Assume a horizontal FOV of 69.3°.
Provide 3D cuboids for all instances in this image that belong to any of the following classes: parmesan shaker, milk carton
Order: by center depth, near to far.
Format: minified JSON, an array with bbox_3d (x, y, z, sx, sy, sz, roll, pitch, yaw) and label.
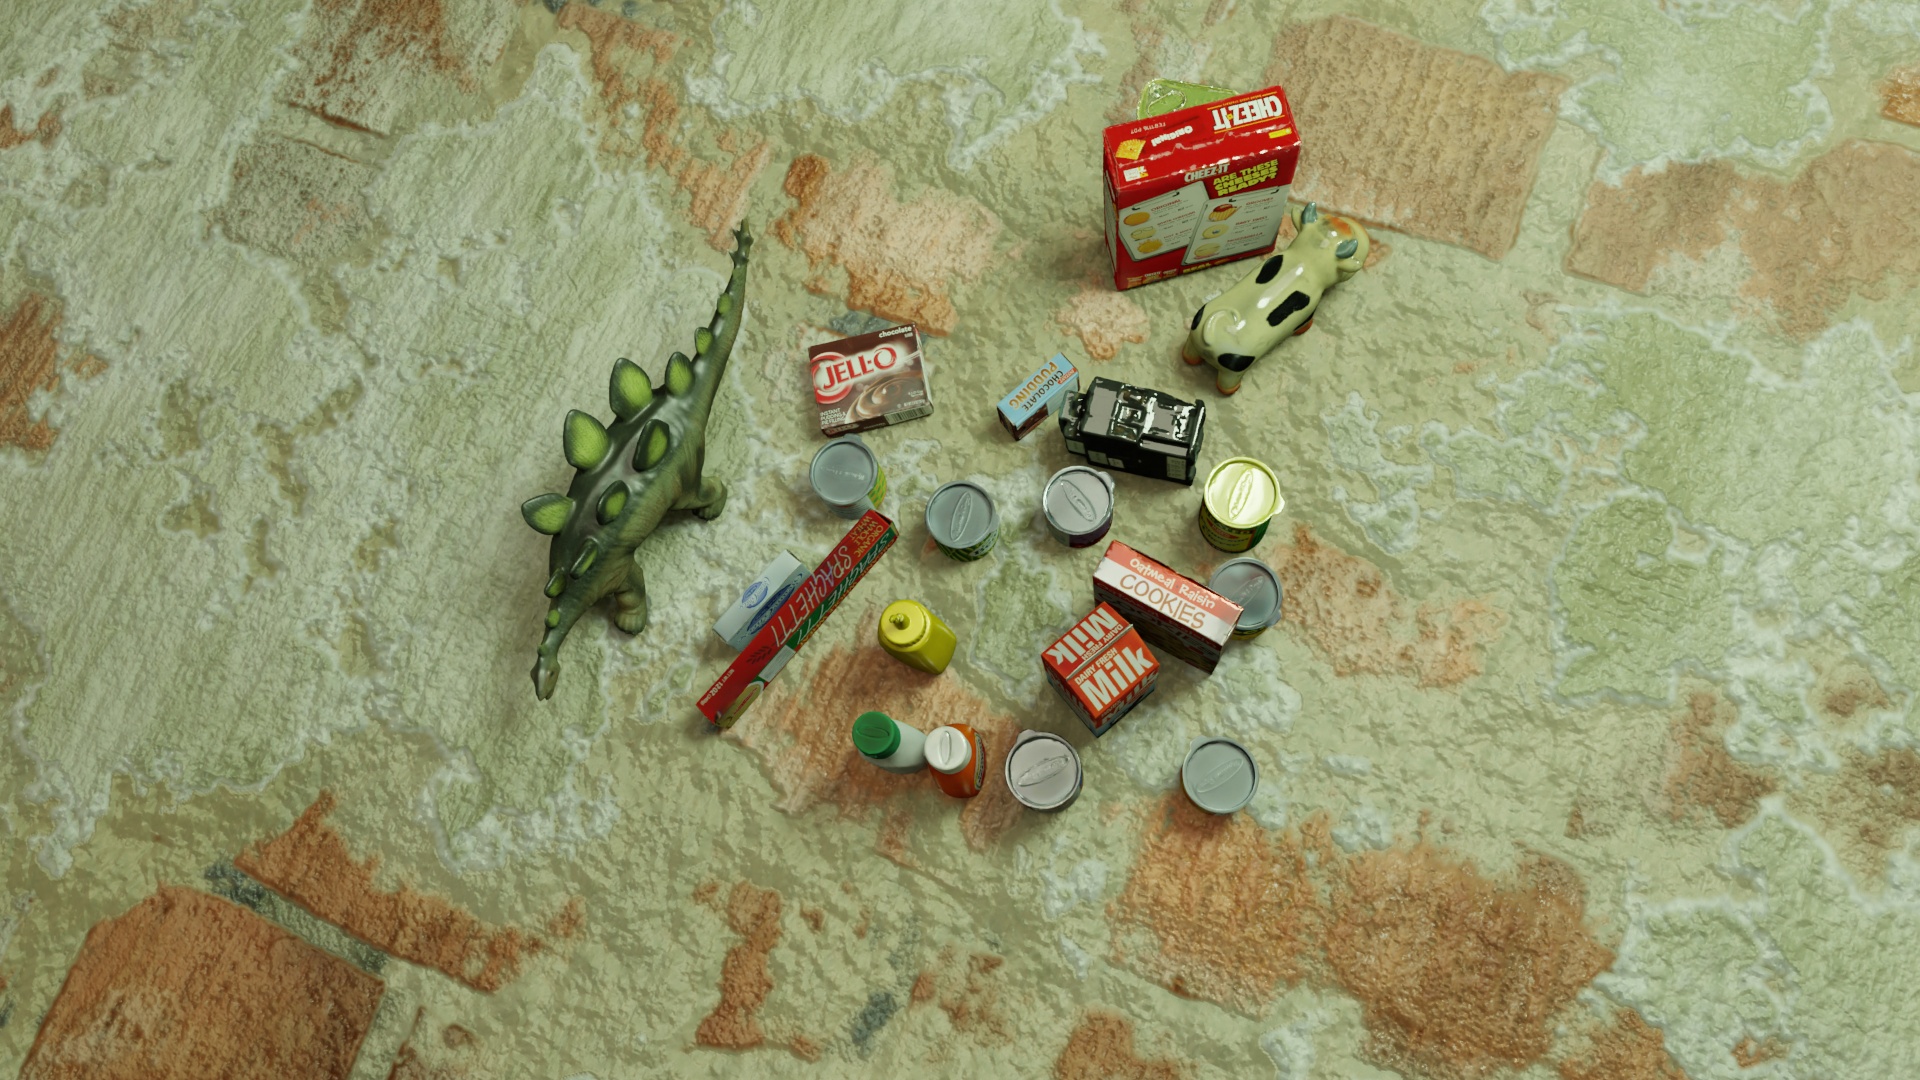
[{"bbox_3d":[0.121,0.111,1.198,0.072,0.190,0.073,-40,75,-4],"label":"milk carton"},{"bbox_3d":[0.255,-0.029,1.266,0.071,0.103,0.071,-2,76,6],"label":"parmesan shaker"}]

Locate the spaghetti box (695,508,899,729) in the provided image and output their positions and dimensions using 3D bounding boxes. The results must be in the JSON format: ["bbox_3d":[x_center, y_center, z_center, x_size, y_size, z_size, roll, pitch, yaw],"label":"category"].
[{"bbox_3d":[-0.151,0.073,1.312,0.029,0.050,0.250,39,83,14],"label":"spaghetti box"}]

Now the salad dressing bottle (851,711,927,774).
[{"bbox_3d":[-0.064,0.178,1.224,0.064,0.147,0.044,8,77,9],"label":"salad dressing bottle"}]

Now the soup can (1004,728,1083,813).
[{"bbox_3d":[0.075,0.205,1.234,0.071,0.083,0.071,-2,75,6],"label":"soup can"}]

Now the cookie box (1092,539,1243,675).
[{"bbox_3d":[0.179,0.061,1.217,0.123,0.167,0.040,28,81,13],"label":"cookie box"}]

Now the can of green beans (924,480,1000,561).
[{"bbox_3d":[0.003,-0.017,1.315,0.071,0.057,0.071,-2,75,6],"label":"can of green beans"}]

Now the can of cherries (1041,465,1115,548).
[{"bbox_3d":[0.113,-0.032,1.305,0.071,0.058,0.071,-2,75,6],"label":"can of cherries"}]

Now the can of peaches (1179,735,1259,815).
[{"bbox_3d":[0.227,0.207,1.230,0.071,0.058,0.071,-2,75,6],"label":"can of peaches"}]

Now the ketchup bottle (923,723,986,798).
[{"bbox_3d":[-0.005,0.189,1.213,0.043,0.148,0.065,-1,76,6],"label":"ketchup bottle"}]

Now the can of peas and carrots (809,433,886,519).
[{"bbox_3d":[-0.107,-0.061,1.338,0.071,0.058,0.071,-2,75,6],"label":"can of peas and carrots"}]

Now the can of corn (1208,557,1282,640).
[{"bbox_3d":[0.259,0.056,1.266,0.071,0.058,0.071,-2,75,6],"label":"can of corn"}]

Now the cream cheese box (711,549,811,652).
[{"bbox_3d":[-0.187,0.057,1.318,0.024,0.053,0.104,40,83,14],"label":"cream cheese box"}]

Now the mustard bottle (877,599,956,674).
[{"bbox_3d":[-0.043,0.083,1.240,0.065,0.160,0.049,22,79,12],"label":"mustard bottle"}]

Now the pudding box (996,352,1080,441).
[{"bbox_3d":[0.076,-0.138,1.343,0.084,0.049,0.030,-40,75,-5],"label":"pudding box"}]
